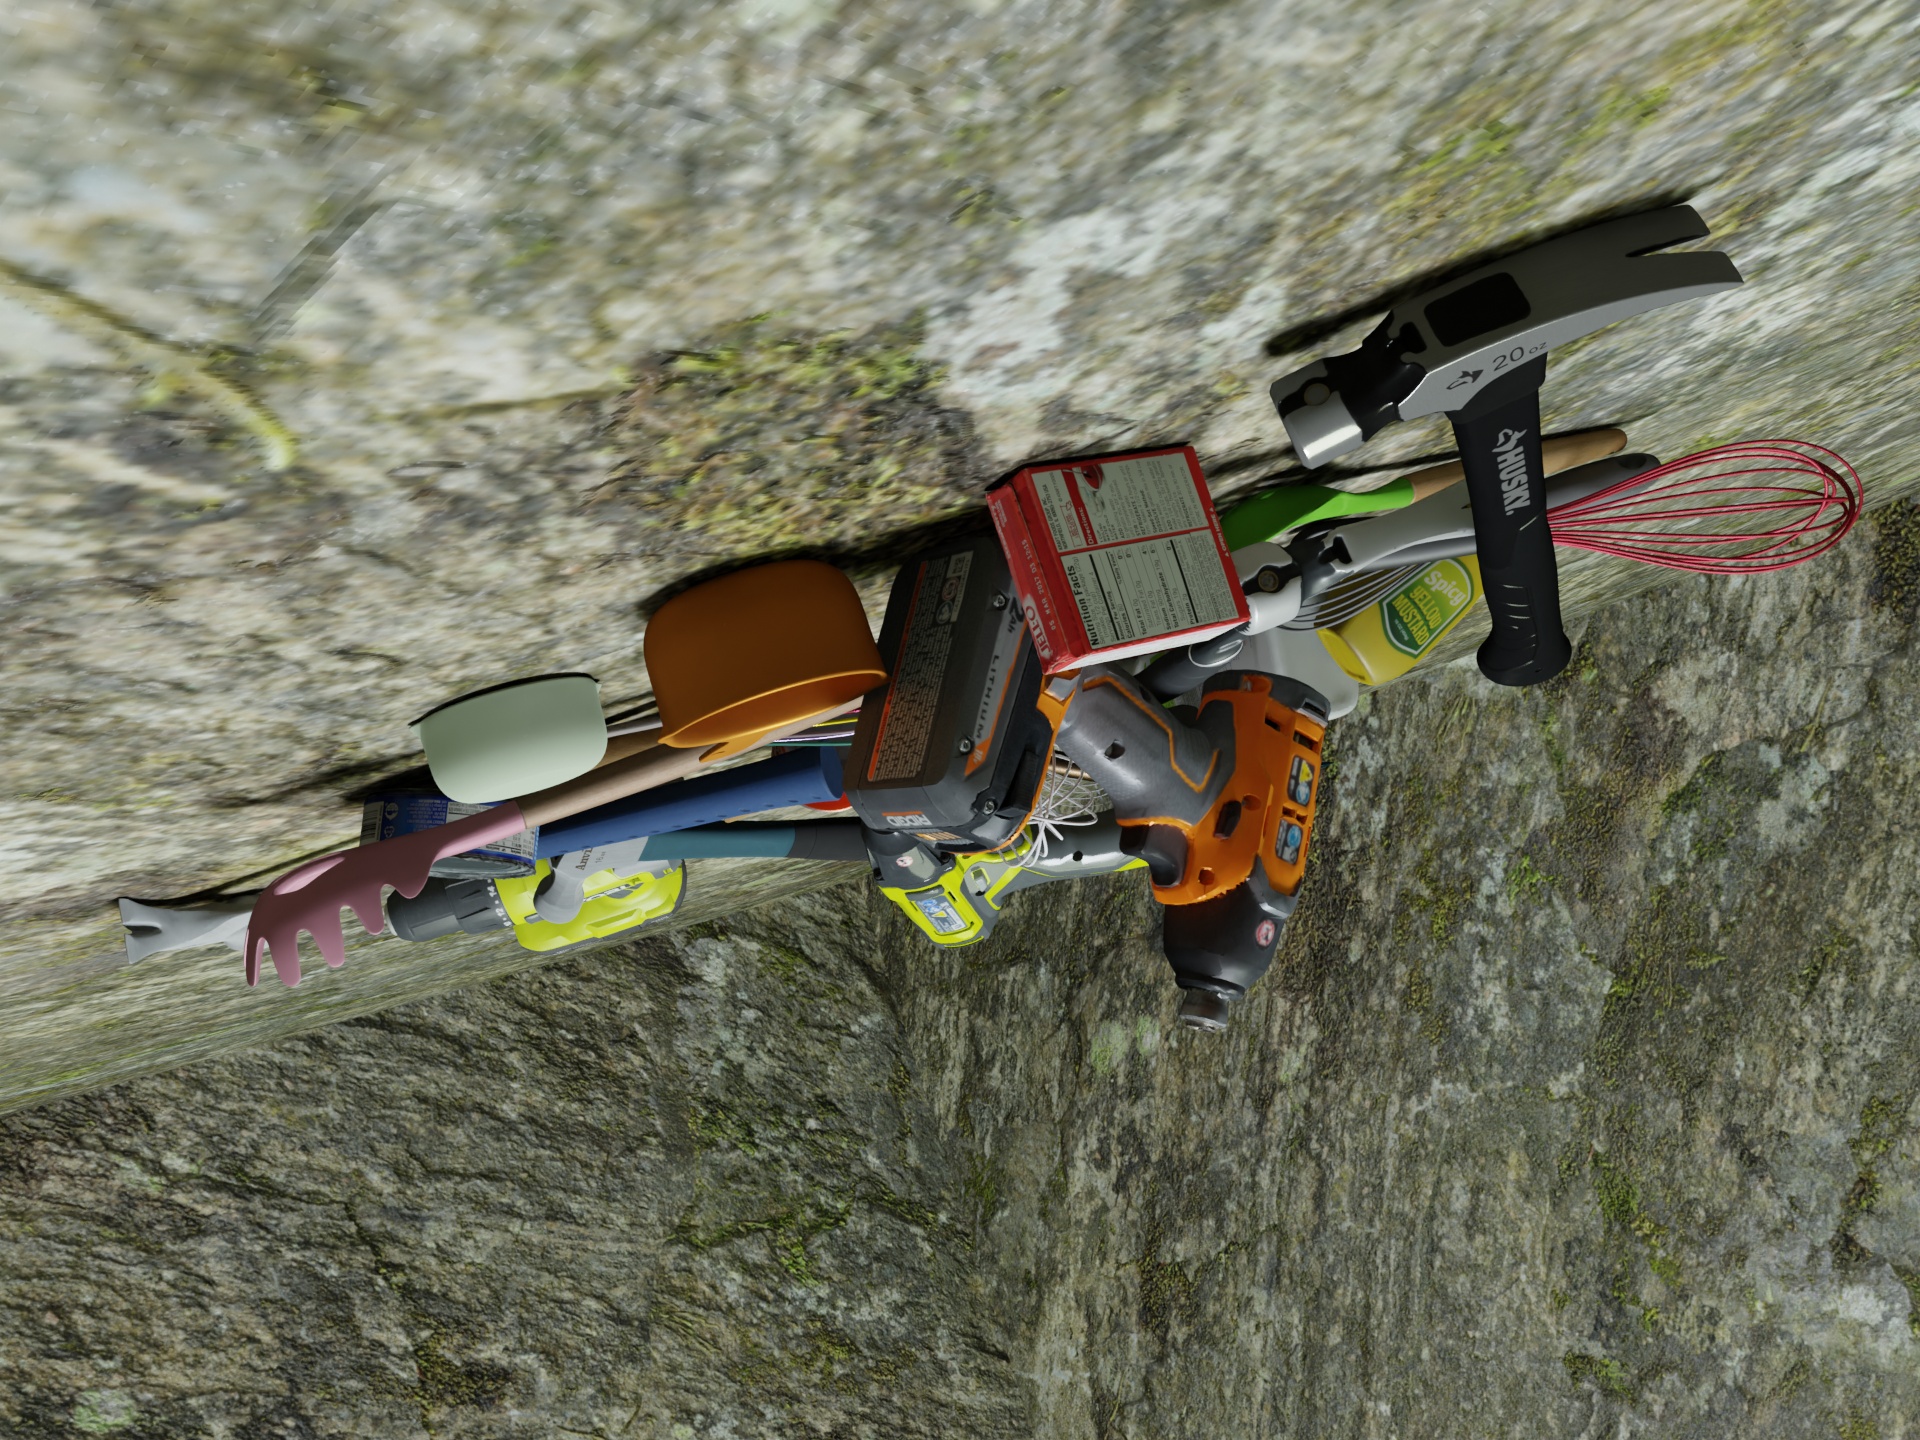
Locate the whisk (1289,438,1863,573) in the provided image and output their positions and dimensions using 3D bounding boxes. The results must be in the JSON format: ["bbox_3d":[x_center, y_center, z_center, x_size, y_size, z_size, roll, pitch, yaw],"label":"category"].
[{"bbox_3d":[0.329,-0.106,0.864,0.296,0.073,0.073,-4,176,13],"label":"whisk"}]

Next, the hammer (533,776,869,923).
[{"bbox_3d":[-0.102,0.078,1.042,0.330,0.033,0.128,2,135,-32],"label":"hammer"}]

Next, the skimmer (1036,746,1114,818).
[{"bbox_3d":[0.142,0.006,1.319,0.127,0.090,0.363,15,163,-10],"label":"skimmer"}]

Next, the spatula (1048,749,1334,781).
[{"bbox_3d":[0.102,0.026,1.139,0.317,0.044,0.082,10,173,0],"label":"spatula"}]

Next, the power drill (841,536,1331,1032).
[{"bbox_3d":[0.065,0.033,0.679,0.226,0.164,0.084,24,161,-35],"label":"power drill"}]

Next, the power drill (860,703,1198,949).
[{"bbox_3d":[0.055,0.070,1.007,0.223,0.080,0.171,-16,146,10],"label":"power drill"}]

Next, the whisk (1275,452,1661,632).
[{"bbox_3d":[0.282,-0.105,0.916,0.239,0.055,0.055,-19,173,12],"label":"whisk"}]

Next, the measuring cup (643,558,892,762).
[{"bbox_3d":[-0.091,-0.019,0.648,0.095,0.052,0.173,-16,175,-22],"label":"measuring cup"}]

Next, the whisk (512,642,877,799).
[{"bbox_3d":[-0.124,0.008,0.827,0.245,0.051,0.047,-15,179,-4],"label":"whisk"}]

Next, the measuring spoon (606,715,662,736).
[{"bbox_3d":[-0.138,-0.009,0.787,0.124,0.018,0.034,-13,177,13],"label":"measuring spoon"}]

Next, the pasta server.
[{"bbox_3d":[-0.177,0.041,0.744,0.316,0.040,0.060,-21,-158,-22],"label":"pasta server"}]

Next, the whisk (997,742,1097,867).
[{"bbox_3d":[0.004,0.014,0.844,0.070,0.070,0.285,-17,-164,-11],"label":"whisk"}]

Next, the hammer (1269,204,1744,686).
[{"bbox_3d":[0.228,-0.083,0.643,0.146,0.035,0.334,-25,155,13],"label":"hammer"}]

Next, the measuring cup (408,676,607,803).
[{"bbox_3d":[-0.206,0.022,0.718,0.083,0.038,0.167,-15,172,-26],"label":"measuring cup"}]

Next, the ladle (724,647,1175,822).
[{"bbox_3d":[-0.002,-0.003,0.987,0.315,0.031,0.069,-23,177,-14],"label":"ladle"}]

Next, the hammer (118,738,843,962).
[{"bbox_3d":[-0.263,0.074,0.879,0.405,0.035,0.144,-14,174,9],"label":"hammer"}]

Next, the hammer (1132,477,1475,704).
[{"bbox_3d":[0.150,-0.048,0.870,0.149,0.036,0.409,-21,175,-12],"label":"hammer"}]

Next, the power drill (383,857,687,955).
[{"bbox_3d":[-0.287,0.115,1.127,0.190,0.080,0.228,-19,171,-7],"label":"power drill"}]

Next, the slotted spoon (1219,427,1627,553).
[{"bbox_3d":[0.243,-0.121,0.817,0.313,0.031,0.070,-16,174,-31],"label":"slotted spoon"}]
